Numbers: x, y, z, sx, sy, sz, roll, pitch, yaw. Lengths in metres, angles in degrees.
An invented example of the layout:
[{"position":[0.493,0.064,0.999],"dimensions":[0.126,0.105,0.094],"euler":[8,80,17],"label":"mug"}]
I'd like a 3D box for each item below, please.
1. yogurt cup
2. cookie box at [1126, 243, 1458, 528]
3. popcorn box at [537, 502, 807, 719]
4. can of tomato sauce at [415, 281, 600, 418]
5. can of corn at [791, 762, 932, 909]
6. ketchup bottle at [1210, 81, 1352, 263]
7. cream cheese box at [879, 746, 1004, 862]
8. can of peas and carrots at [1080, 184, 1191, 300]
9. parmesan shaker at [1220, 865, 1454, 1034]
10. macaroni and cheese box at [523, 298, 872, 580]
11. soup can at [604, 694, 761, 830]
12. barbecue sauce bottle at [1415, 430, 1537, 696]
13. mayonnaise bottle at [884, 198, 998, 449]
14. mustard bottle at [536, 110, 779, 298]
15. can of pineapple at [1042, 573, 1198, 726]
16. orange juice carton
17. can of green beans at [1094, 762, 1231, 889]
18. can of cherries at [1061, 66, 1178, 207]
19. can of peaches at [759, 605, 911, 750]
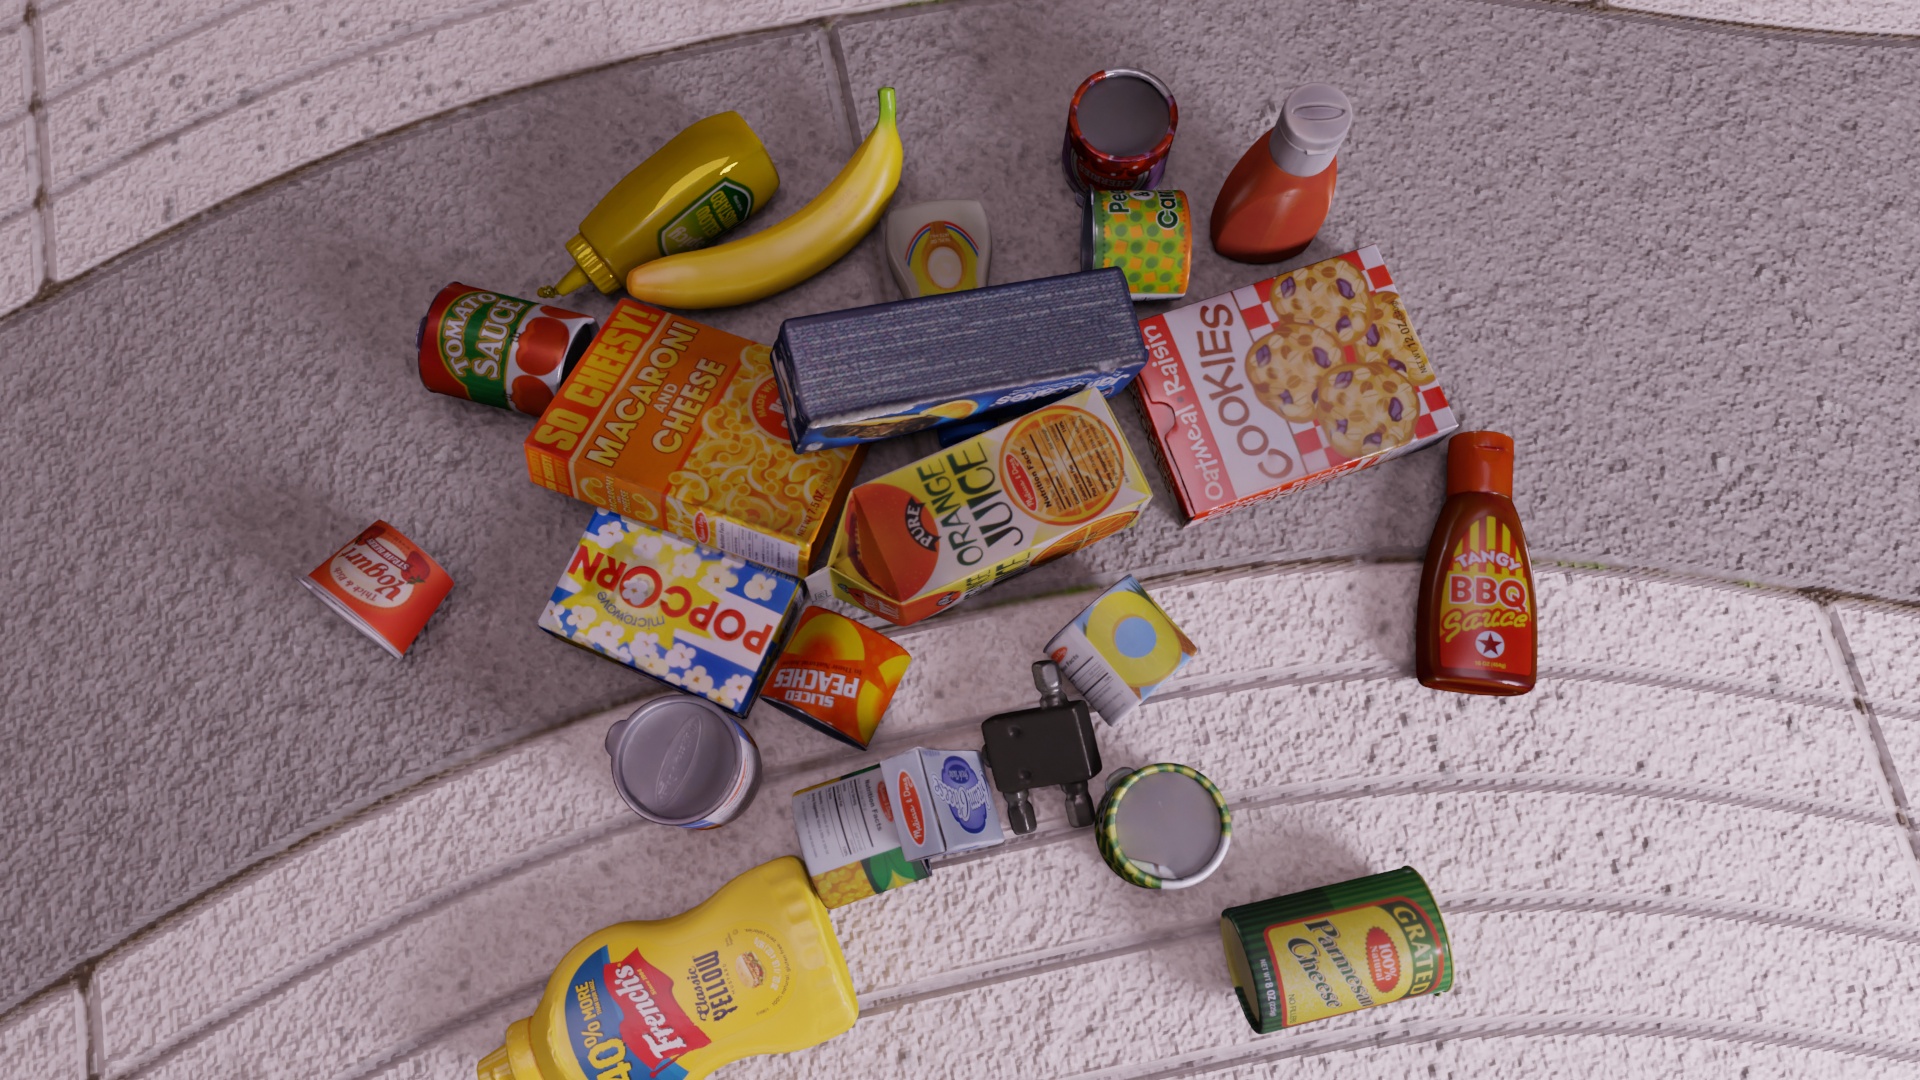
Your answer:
[{"position":[-0.322,0.025,0.775],"dimensions":[0.072,0.072,0.054],"euler":[35,70,8],"label":"yogurt cup"},{"position":[0.189,-0.092,0.822],"dimensions":[0.168,0.040,0.123],"euler":[-18,77,-5],"label":"cookie box"},{"position":[-0.161,0.038,0.786],"dimensions":[0.127,0.038,0.085],"euler":[23,77,5],"label":"popcorn box"},{"position":[-0.260,-0.109,0.805],"dimensions":[0.083,0.071,0.071],"euler":[14,76,2],"label":"can of tomato sauce"},{"position":[-0.052,0.158,0.744],"dimensions":[0.058,0.071,0.071],"euler":[-19,77,-1],"label":"can of corn"},{"position":[0.187,-0.207,0.796],"dimensions":[0.065,0.148,0.043],"euler":[-1,78,-1],"label":"ketchup bottle"},{"position":[-0.008,0.137,0.730],"dimensions":[0.024,0.104,0.053],"euler":[-19,75,15],"label":"cream cheese box"},{"position":[0.104,-0.178,0.828],"dimensions":[0.059,0.071,0.071],"euler":[-1,76,-2],"label":"can of peas and carrots"},{"position":[0.197,0.218,0.732],"dimensions":[0.103,0.071,0.071],"euler":[-12,77,-4],"label":"parmesan shaker"},{"position":[-0.142,-0.060,0.791],"dimensions":[0.166,0.040,0.124],"euler":[19,55,5],"label":"macaroni and cheese box"},{"position":[-0.146,0.119,0.742],"dimensions":[0.071,0.083,0.071],"euler":[0,76,-1],"label":"soup can"},{"position":[0.296,0.012,0.796],"dimensions":[0.065,0.043,0.149],"euler":[6,75,2],"label":"barbecue sauce bottle"},{"position":[-0.005,-0.129,0.829],"dimensions":[0.065,0.041,0.148],"euler":[-8,77,-6],"label":"mayonnaise bottle"},{"position":[-0.184,-0.190,0.833],"dimensions":[0.160,0.065,0.049],"euler":[-38,71,-4],"label":"mustard bottle"},{"position":[0.090,0.060,0.770],"dimensions":[0.071,0.071,0.058],"euler":[-40,80,-9],"label":"can of pineapple"},{"position":[0.003,-0.010,0.783],"dimensions":[0.193,0.071,0.073],"euler":[-24,79,-7],"label":"orange juice carton"},{"position":[0.108,0.155,0.750],"dimensions":[0.071,0.057,0.071],"euler":[0,76,-1],"label":"can of green beans"},{"position":[0.096,-0.244,0.850],"dimensions":[0.071,0.058,0.071],"euler":[0,76,-1],"label":"can of cherries"},{"position":[-0.068,0.075,0.761],"dimensions":[0.071,0.071,0.058],"euler":[26,76,6],"label":"can of peaches"}]
